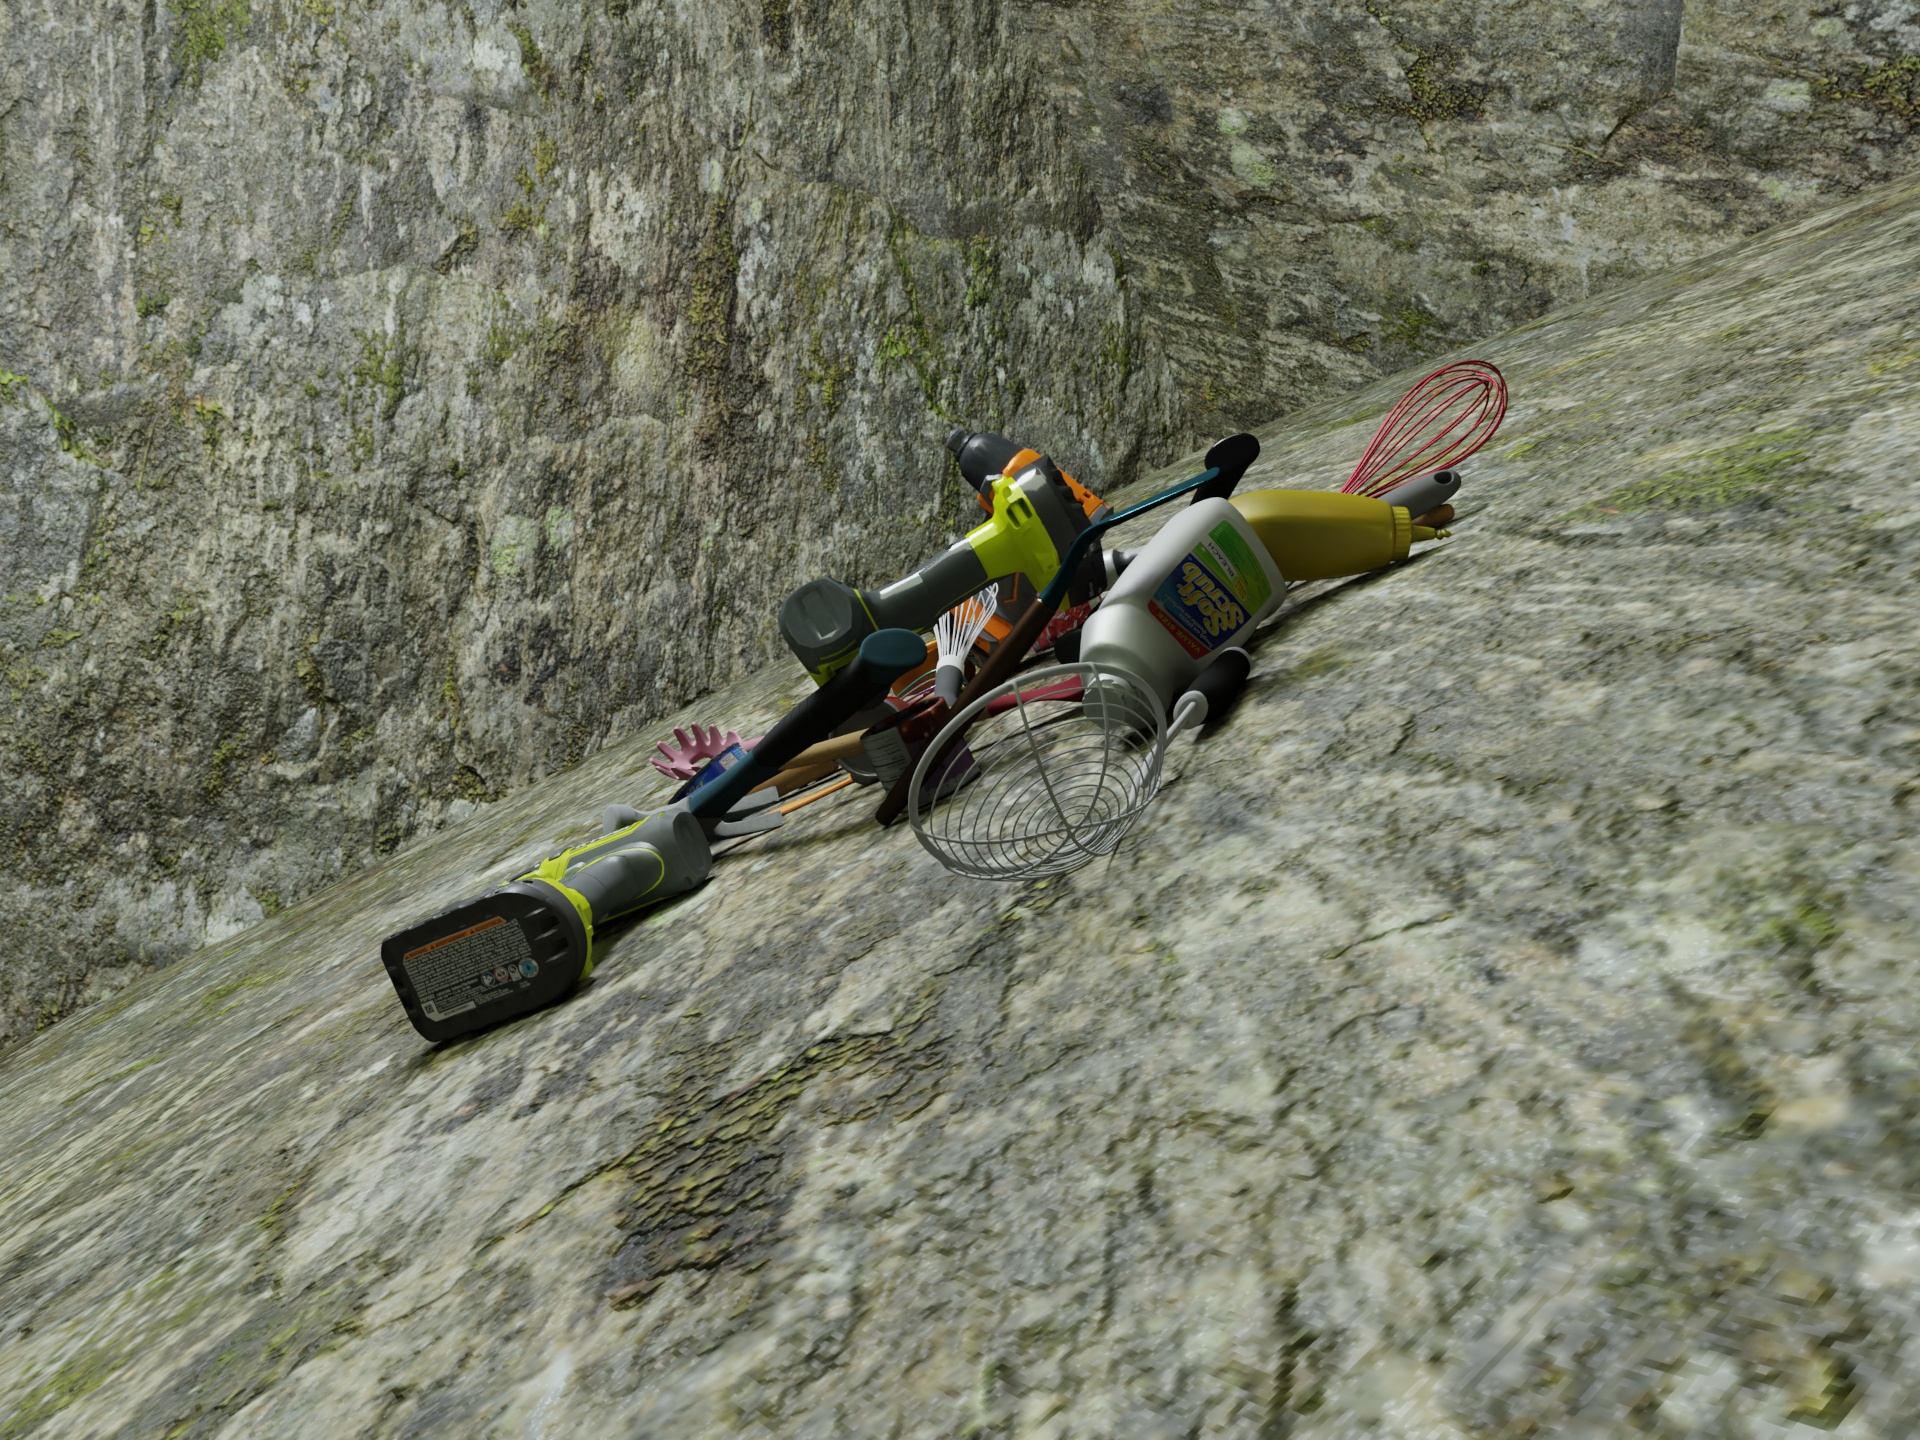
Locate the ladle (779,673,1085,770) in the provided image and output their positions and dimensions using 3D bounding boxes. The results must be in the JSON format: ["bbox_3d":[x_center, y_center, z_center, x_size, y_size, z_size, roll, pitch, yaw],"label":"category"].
[{"bbox_3d":[-0.002,-0.004,1.195,0.315,0.031,0.069,-15,13,21],"label":"ladle"}]

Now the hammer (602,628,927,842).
[{"bbox_3d":[-0.133,0.020,1.150,0.128,0.033,0.331,4,-27,-38],"label":"hammer"}]

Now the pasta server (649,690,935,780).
[{"bbox_3d":[-0.153,0.008,1.459,0.316,0.040,0.060,-14,39,30],"label":"pasta server"}]

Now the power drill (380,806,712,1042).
[{"bbox_3d":[-0.295,0.138,1.102,0.190,0.080,0.228,-21,6,15],"label":"power drill"}]

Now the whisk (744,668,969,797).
[{"bbox_3d":[-0.094,0.021,1.374,0.245,0.051,0.047,-26,13,13],"label":"whisk"}]

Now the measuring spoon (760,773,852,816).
[{"bbox_3d":[-0.128,0.062,1.315,0.117,0.011,0.021,-24,8,3],"label":"measuring spoon"}]

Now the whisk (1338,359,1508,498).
[{"bbox_3d":[0.313,-0.182,1.260,0.296,0.073,0.073,-40,8,0],"label":"whisk"}]

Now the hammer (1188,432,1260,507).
[{"bbox_3d":[0.231,-0.196,1.490,0.146,0.035,0.334,-20,-10,-6],"label":"hammer"}]

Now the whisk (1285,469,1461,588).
[{"bbox_3d":[0.277,-0.137,1.221,0.239,0.055,0.055,-26,8,-3],"label":"whisk"}]

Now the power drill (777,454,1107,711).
[{"bbox_3d":[-0.011,-0.086,1.150,0.223,0.080,0.171,-29,-20,-1],"label":"power drill"}]

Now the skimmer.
[{"bbox_3d":[0.085,-0.008,0.844,0.127,0.090,0.363,-56,-9,25],"label":"skimmer"}]

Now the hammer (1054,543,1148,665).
[{"bbox_3d":[0.143,-0.105,1.283,0.149,0.036,0.409,-17,11,20],"label":"hammer"}]

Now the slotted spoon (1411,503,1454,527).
[{"bbox_3d":[0.263,-0.128,1.327,0.314,0.031,0.070,-16,12,39],"label":"slotted spoon"}]

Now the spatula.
[{"bbox_3d":[0.049,-0.048,1.022,0.317,0.044,0.082,-52,2,14],"label":"spatula"}]

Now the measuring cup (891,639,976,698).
[{"bbox_3d":[-0.045,-0.032,1.544,0.095,0.052,0.174,-20,11,30],"label":"measuring cup"}]

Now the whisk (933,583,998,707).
[{"bbox_3d":[-0.005,-0.061,1.328,0.070,0.070,0.285,-22,31,19],"label":"whisk"}]

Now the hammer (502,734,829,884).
[{"bbox_3d":[-0.242,0.080,1.343,0.405,0.035,0.144,-30,8,1],"label":"hammer"}]

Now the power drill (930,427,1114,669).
[{"bbox_3d":[0.032,-0.161,1.469,0.084,0.164,0.226,-47,-9,-38],"label":"power drill"}]
